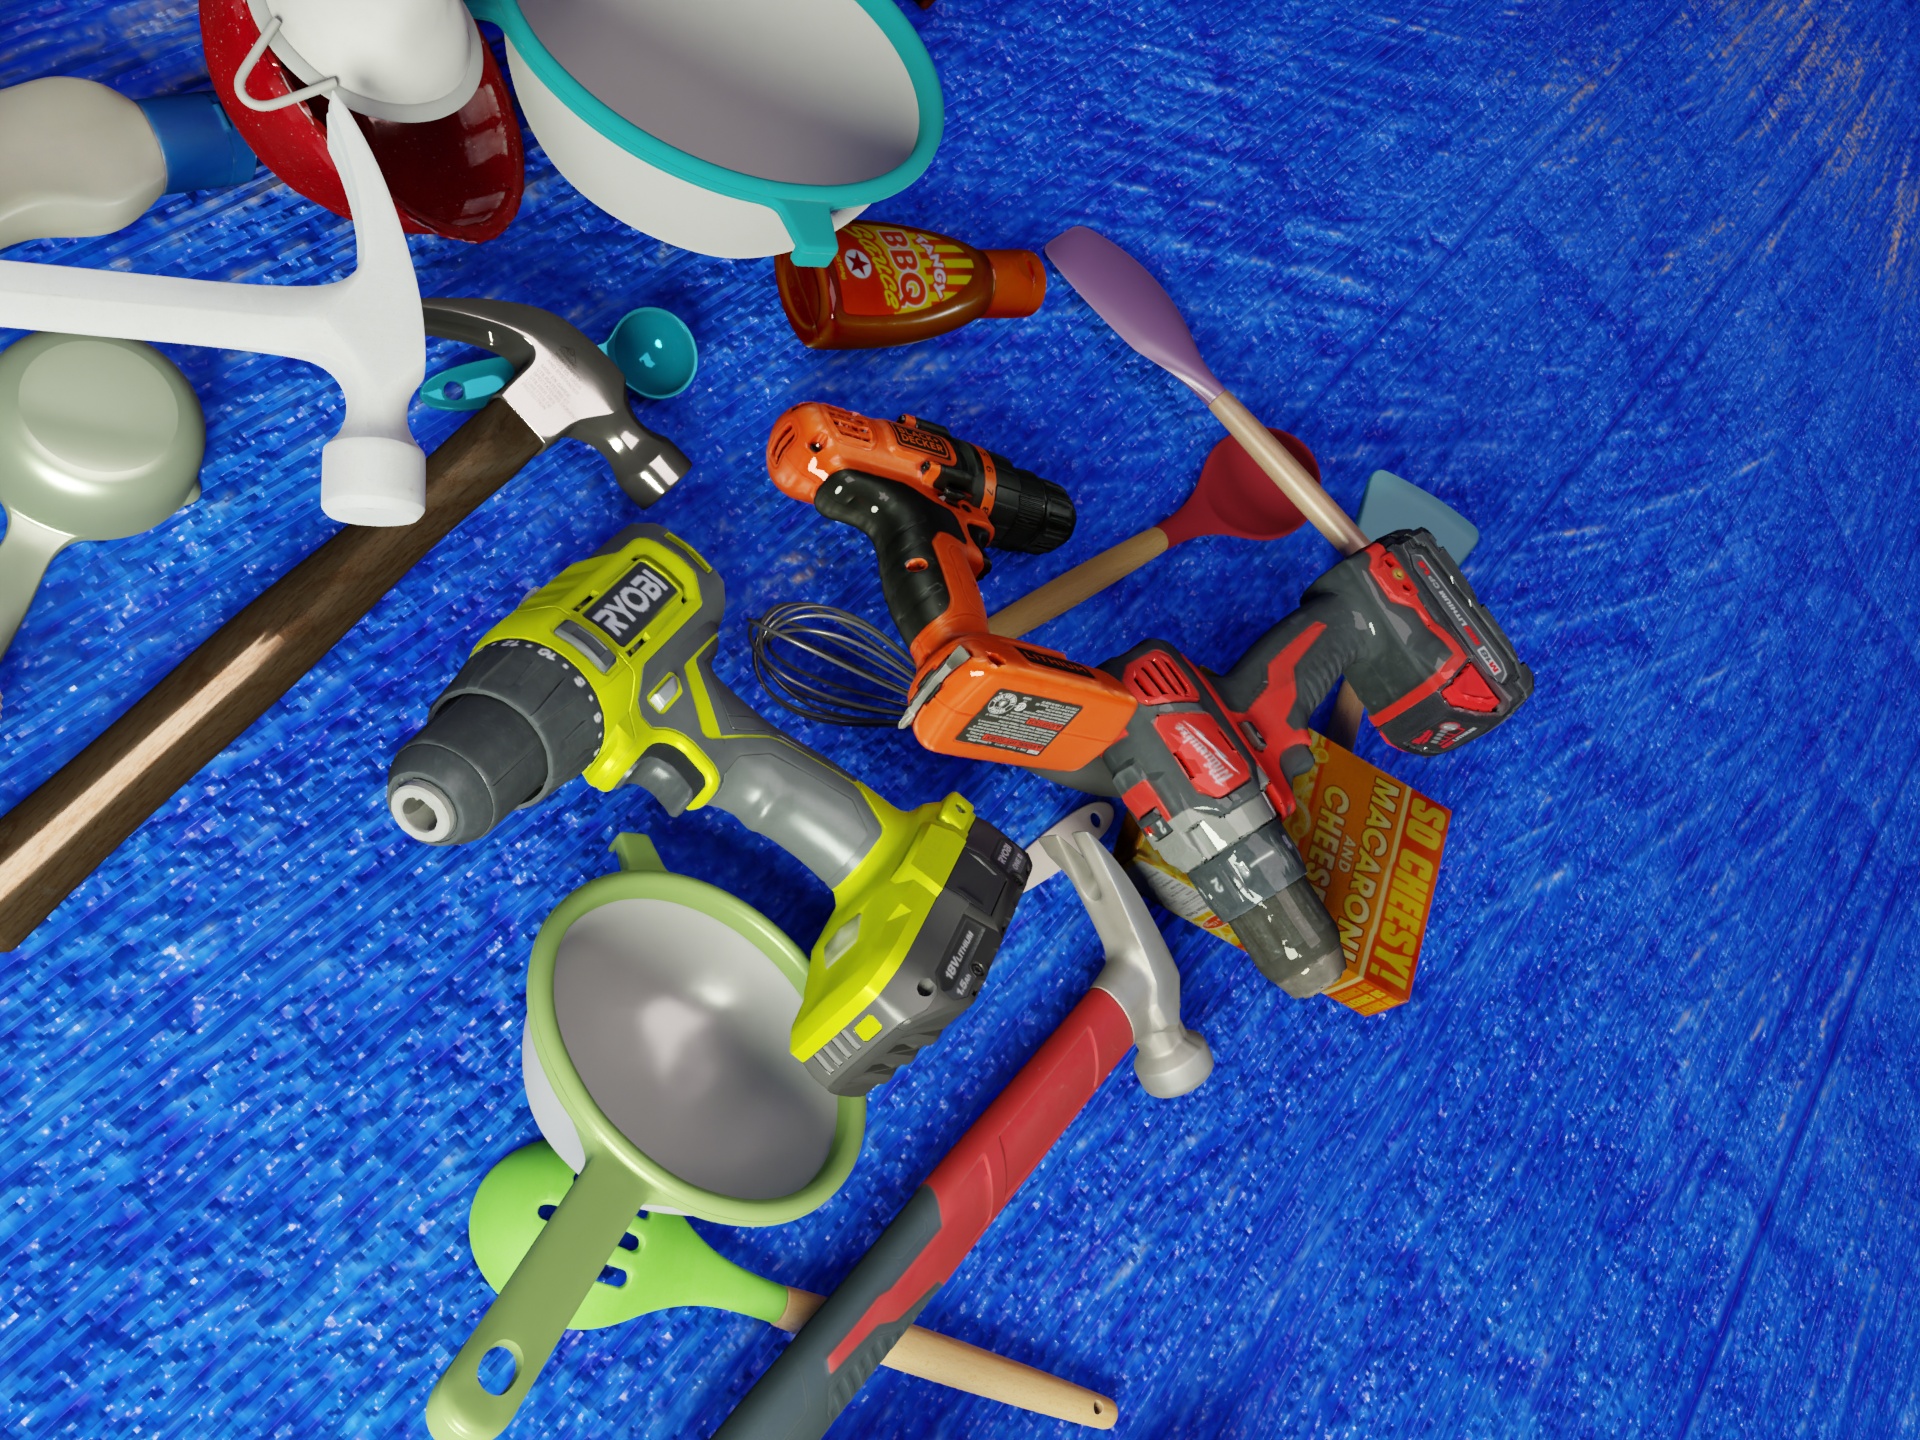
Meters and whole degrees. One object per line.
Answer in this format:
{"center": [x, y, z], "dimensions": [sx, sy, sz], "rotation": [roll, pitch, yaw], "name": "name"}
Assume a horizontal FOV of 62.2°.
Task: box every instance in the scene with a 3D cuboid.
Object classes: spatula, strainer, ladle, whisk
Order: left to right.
{"center": [-0.187, -0.302, 0.622], "dimensions": [0.086, 0.050, 0.259], "rotation": [46, 43, -16], "name": "strainer"}
{"center": [-0.126, 0.160, 0.569], "dimensions": [0.151, 0.069, 0.256], "rotation": [43, 29, -7], "name": "strainer"}
{"center": [-0.099, -0.328, 0.777], "dimensions": [0.211, 0.095, 0.341], "rotation": [32, 48, -7], "name": "strainer"}
{"center": [0.000, -0.003, 0.767], "dimensions": [0.238, 0.055, 0.055], "rotation": [21, 64, -32], "name": "whisk"}
{"center": [0.094, -0.090, 0.873], "dimensions": [0.315, 0.031, 0.069], "rotation": [-31, 86, -36], "name": "ladle"}
{"center": [0.167, -0.169, 0.922], "dimensions": [0.316, 0.018, 0.060], "rotation": [48, 53, 2], "name": "spatula"}
{"center": [0.229, -0.004, 0.929], "dimensions": [0.082, 0.044, 0.318], "rotation": [29, 61, -11], "name": "spatula"}

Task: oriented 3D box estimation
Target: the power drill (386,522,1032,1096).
{"center": [-0.094, 0.038, 0.620], "dimensions": [0.228, 0.080, 0.191], "rotation": [40, 33, -7], "name": "power drill"}

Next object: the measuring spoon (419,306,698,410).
{"center": [-0.180, -0.155, 0.712], "dimensions": [0.128, 0.021, 0.042], "rotation": [-18, 98, -29], "name": "measuring spoon"}

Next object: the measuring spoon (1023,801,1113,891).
{"center": [0.041, 0.070, 0.787], "dimensions": [0.124, 0.018, 0.034], "rotation": [-33, 95, -38], "name": "measuring spoon"}

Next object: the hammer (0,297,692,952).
{"center": [-0.246, -0.048, 0.609], "dimensions": [0.130, 0.031, 0.331], "rotation": [48, 56, -17], "name": "hammer"}

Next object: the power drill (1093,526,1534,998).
{"center": [0.186, 0.016, 0.808], "dimensions": [0.226, 0.080, 0.188], "rotation": [-27, 80, -28], "name": "power drill"}

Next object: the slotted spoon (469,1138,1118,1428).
{"center": [-0.053, 0.247, 0.659], "dimensions": [0.313, 0.031, 0.070], "rotation": [30, 56, -26], "name": "slotted spoon"}

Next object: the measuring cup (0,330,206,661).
{"center": [-0.326, -0.069, 0.561], "dimensions": [0.083, 0.038, 0.168], "rotation": [28, 59, -25], "name": "measuring cup"}

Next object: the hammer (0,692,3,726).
{"center": [-0.365, -0.188, 0.523], "dimensions": [0.146, 0.038, 0.411], "rotation": [10, 79, -24], "name": "hammer"}

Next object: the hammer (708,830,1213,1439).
{"center": [-0.020, 0.200, 0.653], "dimensions": [0.386, 0.038, 0.143], "rotation": [-41, 109, -42], "name": "hammer"}

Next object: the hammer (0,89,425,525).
{"center": [-0.372, -0.141, 0.474], "dimensions": [0.405, 0.035, 0.144], "rotation": [1, 83, -23], "name": "hammer"}

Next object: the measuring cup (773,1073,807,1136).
{"center": [-0.047, 0.132, 0.701], "dimensions": [0.062, 0.029, 0.157], "rotation": [43, 58, -17], "name": "measuring cup"}
